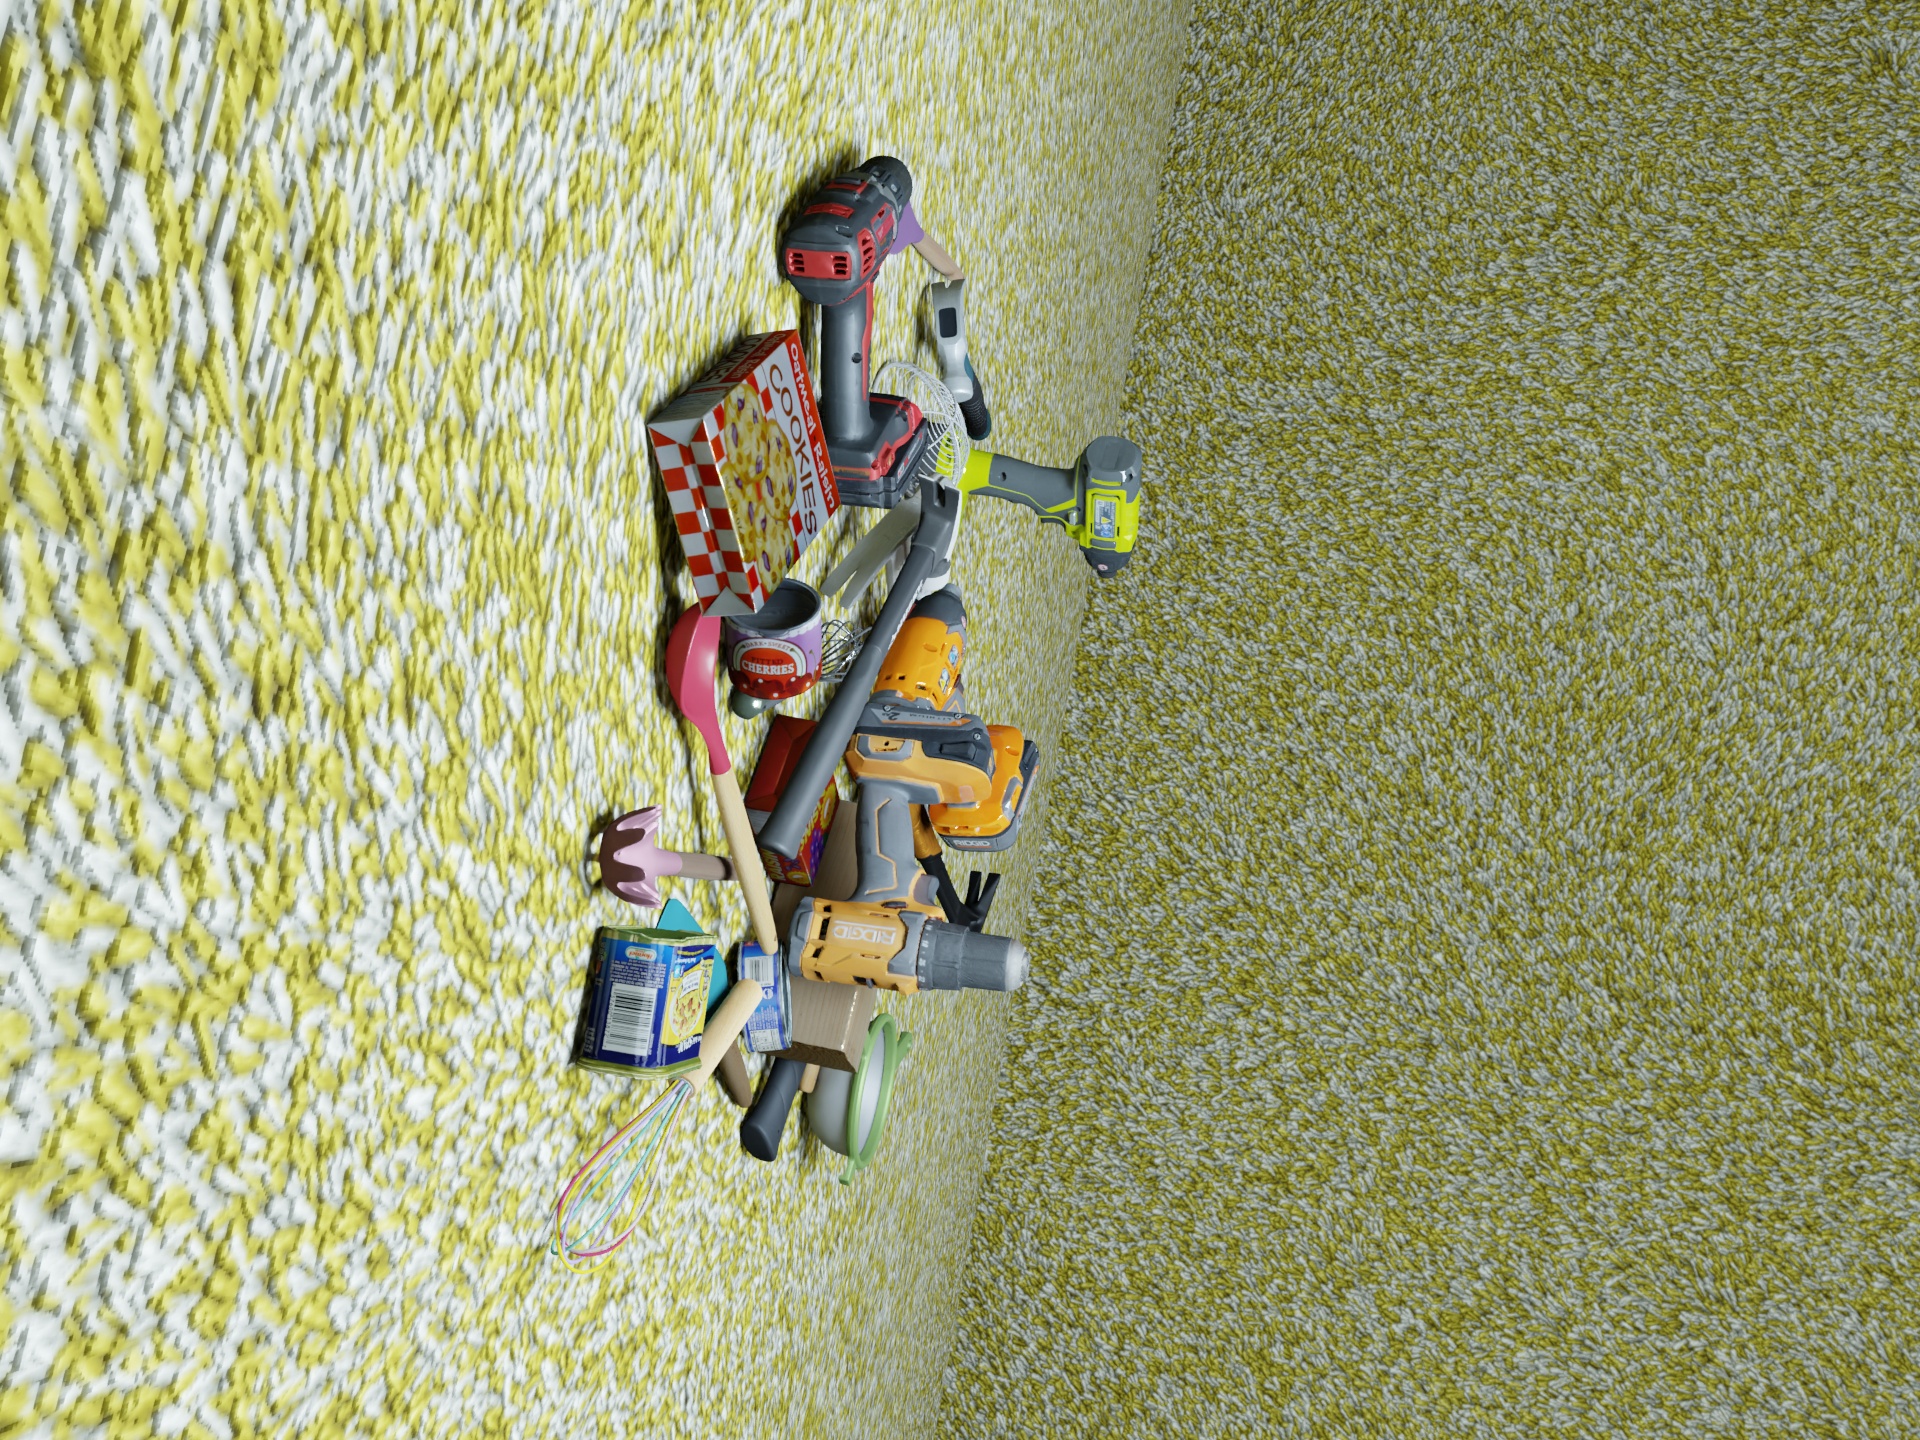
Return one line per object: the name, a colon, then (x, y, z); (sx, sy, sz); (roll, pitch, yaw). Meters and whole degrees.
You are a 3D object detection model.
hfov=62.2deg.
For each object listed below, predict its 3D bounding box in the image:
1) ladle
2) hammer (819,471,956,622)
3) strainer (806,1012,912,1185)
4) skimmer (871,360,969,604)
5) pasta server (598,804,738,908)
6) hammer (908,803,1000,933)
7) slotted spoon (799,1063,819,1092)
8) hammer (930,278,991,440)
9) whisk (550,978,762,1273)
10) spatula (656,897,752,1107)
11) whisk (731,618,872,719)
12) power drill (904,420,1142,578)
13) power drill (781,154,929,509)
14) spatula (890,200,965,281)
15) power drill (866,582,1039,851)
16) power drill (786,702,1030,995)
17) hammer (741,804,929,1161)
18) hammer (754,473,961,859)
ladle: (-0.153, 0.049, 1.059); (0.069, 0.031, 0.315); (-70, 160, -46)
hammer: (-0.059, -0.078, 1.467); (0.149, 0.037, 0.358); (-50, 164, -20)
strainer: (-0.103, 0.352, 1.604); (0.256, 0.069, 0.151); (-24, 121, -80)
skimmer: (-0.055, -0.172, 1.495); (0.363, 0.090, 0.127); (104, 3, -51)
pasta server: (-0.174, 0.095, 1.043); (0.316, 0.040, 0.060); (43, 45, -80)
hammer: (-0.033, 0.107, 1.515); (0.336, 0.034, 0.127); (68, 35, -46)
slotted spoon: (-0.111, 0.203, 1.540); (0.070, 0.031, 0.314); (51, 51, -70)
hammer: (0.004, -0.342, 1.598); (0.331, 0.033, 0.128); (43, 41, -83)
whisk: (-0.187, 0.251, 1.010); (0.051, 0.047, 0.245); (-44, -173, 38)
spatula: (-0.184, 0.232, 1.168); (0.317, 0.044, 0.082); (92, 11, -60)
whisk: (-0.118, -0.037, 1.220); (0.058, 0.059, 0.246); (-36, -179, 21)
power drill: (0.064, -0.212, 1.560); (0.171, 0.223, 0.080); (85, 18, -55)
power drill: (-0.071, -0.289, 1.165); (0.188, 0.080, 0.226); (-69, 162, -51)
spatula: (-0.034, -0.421, 1.408); (0.316, 0.018, 0.060); (-19, 118, -78)
power drill: (-0.002, -0.005, 1.433); (0.226, 0.084, 0.164); (62, 37, -43)
power drill: (-0.025, 0.107, 1.253); (0.084, 0.185, 0.226); (77, 22, -61)
hammer: (-0.114, 0.196, 1.433); (0.149, 0.036, 0.409); (61, 40, -51)
hammer: (-0.073, -0.039, 1.200); (0.146, 0.035, 0.335); (102, 11, -59)
